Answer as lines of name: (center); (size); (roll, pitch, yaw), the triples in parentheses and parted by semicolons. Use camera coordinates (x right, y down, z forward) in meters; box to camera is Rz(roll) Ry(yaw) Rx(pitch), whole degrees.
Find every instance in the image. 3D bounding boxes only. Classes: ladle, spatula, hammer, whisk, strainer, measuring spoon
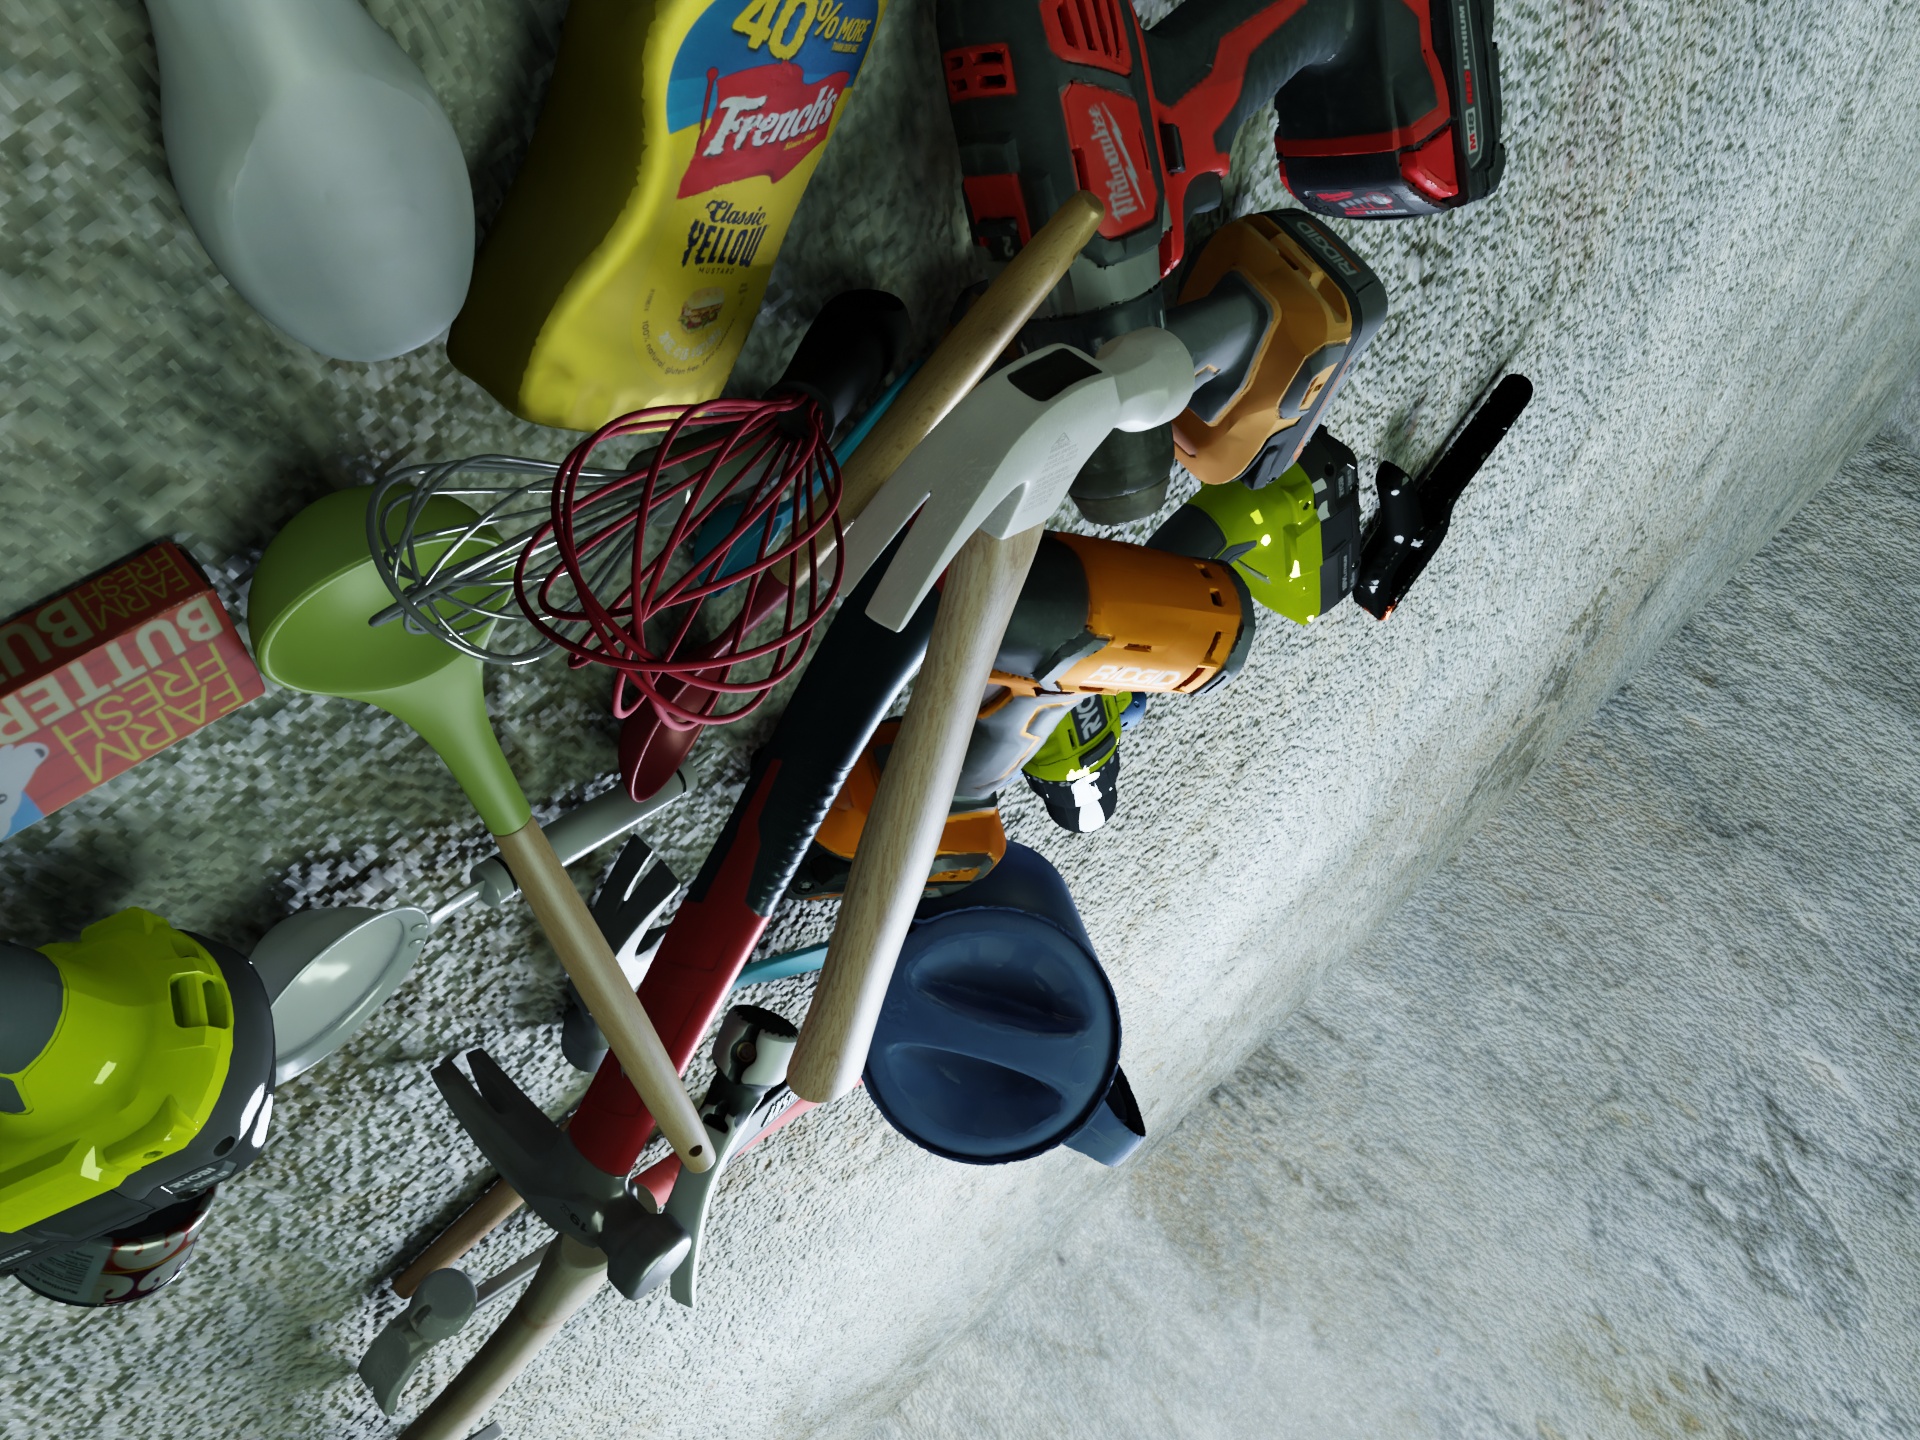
ladle: (-0.049, -0.068, 0.570); (0.315, 0.031, 0.069); (-44, -174, 38)
spatula: (-0.178, 0.211, 0.876); (0.317, 0.044, 0.082); (-41, 169, -8)
hammer: (-0.193, 0.292, 0.977); (0.359, 0.037, 0.149); (-24, 159, -45)
whisk: (-0.096, -0.069, 0.486); (0.058, 0.059, 0.246); (-34, -175, 26)
hammer: (-0.077, 0.198, 0.907); (0.409, 0.036, 0.149); (-6, 119, -78)
hammer: (-0.104, 0.064, 0.641); (0.038, 0.143, 0.386); (-20, 145, -57)
whisk: (-0.051, -0.080, 0.454); (0.073, 0.073, 0.296); (-60, -173, 29)
hammer: (-0.036, 0.052, 0.870); (0.405, 0.035, 0.144); (-26, 150, -39)
hammer: (-0.255, 0.357, 0.881); (0.146, 0.038, 0.410); (-23, 158, -51)
hammer: (-0.016, 0.024, 0.554); (0.130, 0.031, 0.331); (-29, 148, -44)
strainer: (-0.192, 0.067, 0.626); (0.258, 0.050, 0.086); (-33, 161, -41)
ladle: (-0.139, 0.060, 0.539); (0.078, 0.062, 0.319); (-28, 127, -14)
measuring spoon: (-0.060, -0.100, 0.613); (0.128, 0.021, 0.042); (-50, 179, -15)

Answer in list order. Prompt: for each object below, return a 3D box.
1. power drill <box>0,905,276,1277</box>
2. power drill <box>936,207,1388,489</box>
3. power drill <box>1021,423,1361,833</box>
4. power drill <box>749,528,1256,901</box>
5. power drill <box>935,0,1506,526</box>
power drill: (-0.298, 0.081, 0.398); (0.171, 0.080, 0.223); (-24, 153, 2)
power drill: (0.063, -0.125, 0.700); (0.226, 0.084, 0.185); (-25, 156, -33)
power drill: (0.113, -0.051, 0.871); (0.228, 0.080, 0.190); (-39, 142, -16)
power drill: (-0.001, -0.002, 0.695); (0.164, 0.084, 0.226); (4, 146, -40)
power drill: (0.097, -0.190, 0.569); (0.226, 0.080, 0.187); (-31, 120, -31)
